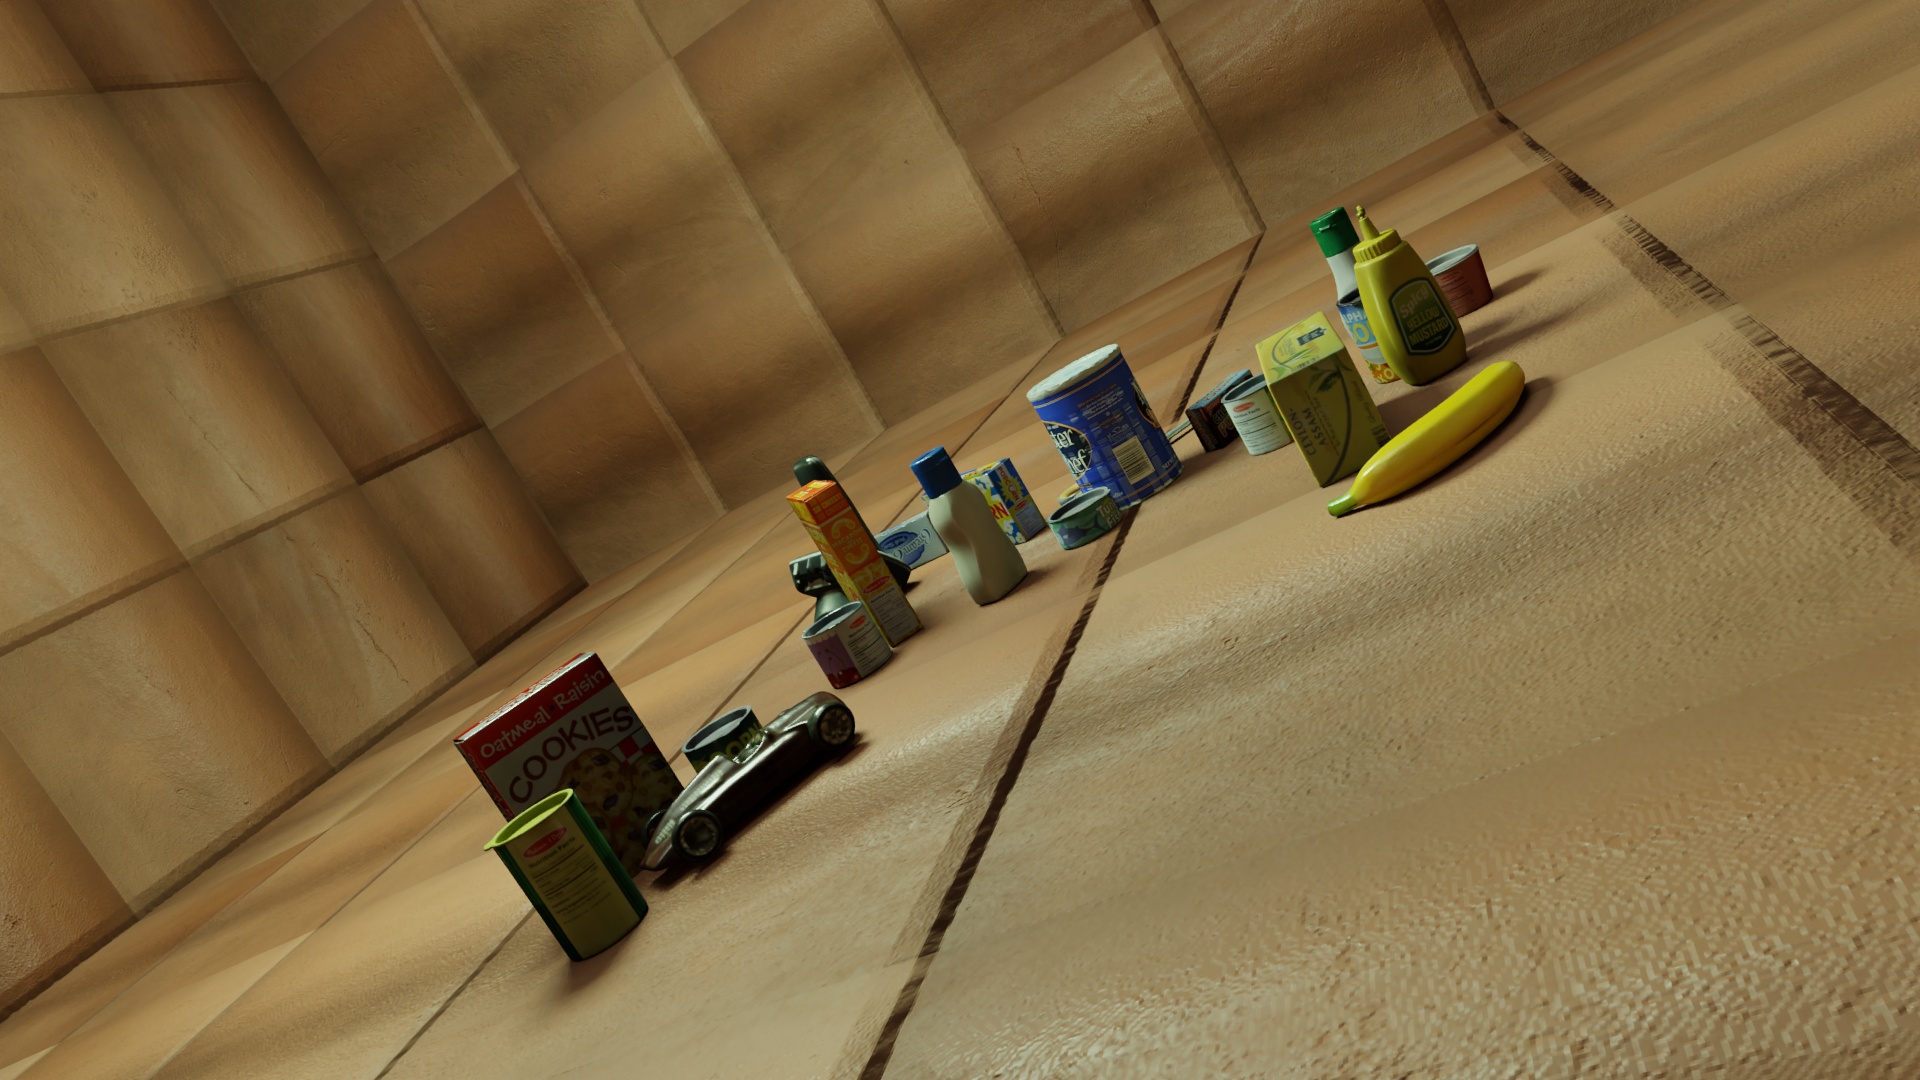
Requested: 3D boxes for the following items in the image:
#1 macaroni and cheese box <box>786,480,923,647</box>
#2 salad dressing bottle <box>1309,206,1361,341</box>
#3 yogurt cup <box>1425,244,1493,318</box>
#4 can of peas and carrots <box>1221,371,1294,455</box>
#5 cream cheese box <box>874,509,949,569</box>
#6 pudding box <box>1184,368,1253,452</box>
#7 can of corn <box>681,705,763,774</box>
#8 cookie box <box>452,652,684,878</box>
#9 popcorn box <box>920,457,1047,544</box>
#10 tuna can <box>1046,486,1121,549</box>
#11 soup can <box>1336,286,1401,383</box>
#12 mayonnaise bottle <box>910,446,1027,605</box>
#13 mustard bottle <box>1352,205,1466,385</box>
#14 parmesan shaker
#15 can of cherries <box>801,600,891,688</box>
[{"bbox_3d":[-0.106,0.019,1.378,0.040,0.166,0.123,-32,10,-11],"label":"macaroni and cheese box"},{"bbox_3d":[0.393,-0.255,1.365,0.064,0.147,0.044,-22,13,38],"label":"salad dressing bottle"},{"bbox_3d":[0.482,-0.250,1.355,0.072,0.054,0.072,-29,10,6],"label":"yogurt cup"},{"bbox_3d":[0.283,-0.120,1.274,0.071,0.058,0.071,-29,10,6],"label":"can of peas and carrots"},{"bbox_3d":[-0.067,0.009,1.629,0.103,0.053,0.024,-26,11,22],"label":"cream cheese box"},{"bbox_3d":[0.267,-0.131,1.391,0.084,0.049,0.030,-37,12,-32],"label":"pudding box"},{"bbox_3d":[-0.186,0.179,1.145,0.071,0.058,0.071,-29,10,6],"label":"can of corn"},{"bbox_3d":[-0.301,0.191,1.101,0.123,0.167,0.040,-37,12,-33],"label":"cookie box"},{"bbox_3d":[0.023,-0.033,1.492,0.038,0.085,0.126,-38,13,-35],"label":"popcorn box"},{"bbox_3d":[0.121,-0.022,1.325,0.071,0.032,0.071,-29,11,6],"label":"tuna can"},{"bbox_3d":[0.389,-0.193,1.261,0.071,0.083,0.071,-29,10,6],"label":"soup can"},{"bbox_3d":[0.005,-0.016,1.296,0.041,0.148,0.065,-20,14,45],"label":"mayonnaise bottle"},{"bbox_3d":[0.373,-0.213,1.187,0.065,0.160,0.049,-31,10,-3],"label":"mustard bottle"},{"bbox_3d":[-0.281,0.240,0.992,0.071,0.103,0.071,-29,10,6],"label":"parmesan shaker"},{"bbox_3d":[-0.108,0.098,1.310,0.071,0.058,0.071,-29,10,6],"label":"can of cherries"}]
